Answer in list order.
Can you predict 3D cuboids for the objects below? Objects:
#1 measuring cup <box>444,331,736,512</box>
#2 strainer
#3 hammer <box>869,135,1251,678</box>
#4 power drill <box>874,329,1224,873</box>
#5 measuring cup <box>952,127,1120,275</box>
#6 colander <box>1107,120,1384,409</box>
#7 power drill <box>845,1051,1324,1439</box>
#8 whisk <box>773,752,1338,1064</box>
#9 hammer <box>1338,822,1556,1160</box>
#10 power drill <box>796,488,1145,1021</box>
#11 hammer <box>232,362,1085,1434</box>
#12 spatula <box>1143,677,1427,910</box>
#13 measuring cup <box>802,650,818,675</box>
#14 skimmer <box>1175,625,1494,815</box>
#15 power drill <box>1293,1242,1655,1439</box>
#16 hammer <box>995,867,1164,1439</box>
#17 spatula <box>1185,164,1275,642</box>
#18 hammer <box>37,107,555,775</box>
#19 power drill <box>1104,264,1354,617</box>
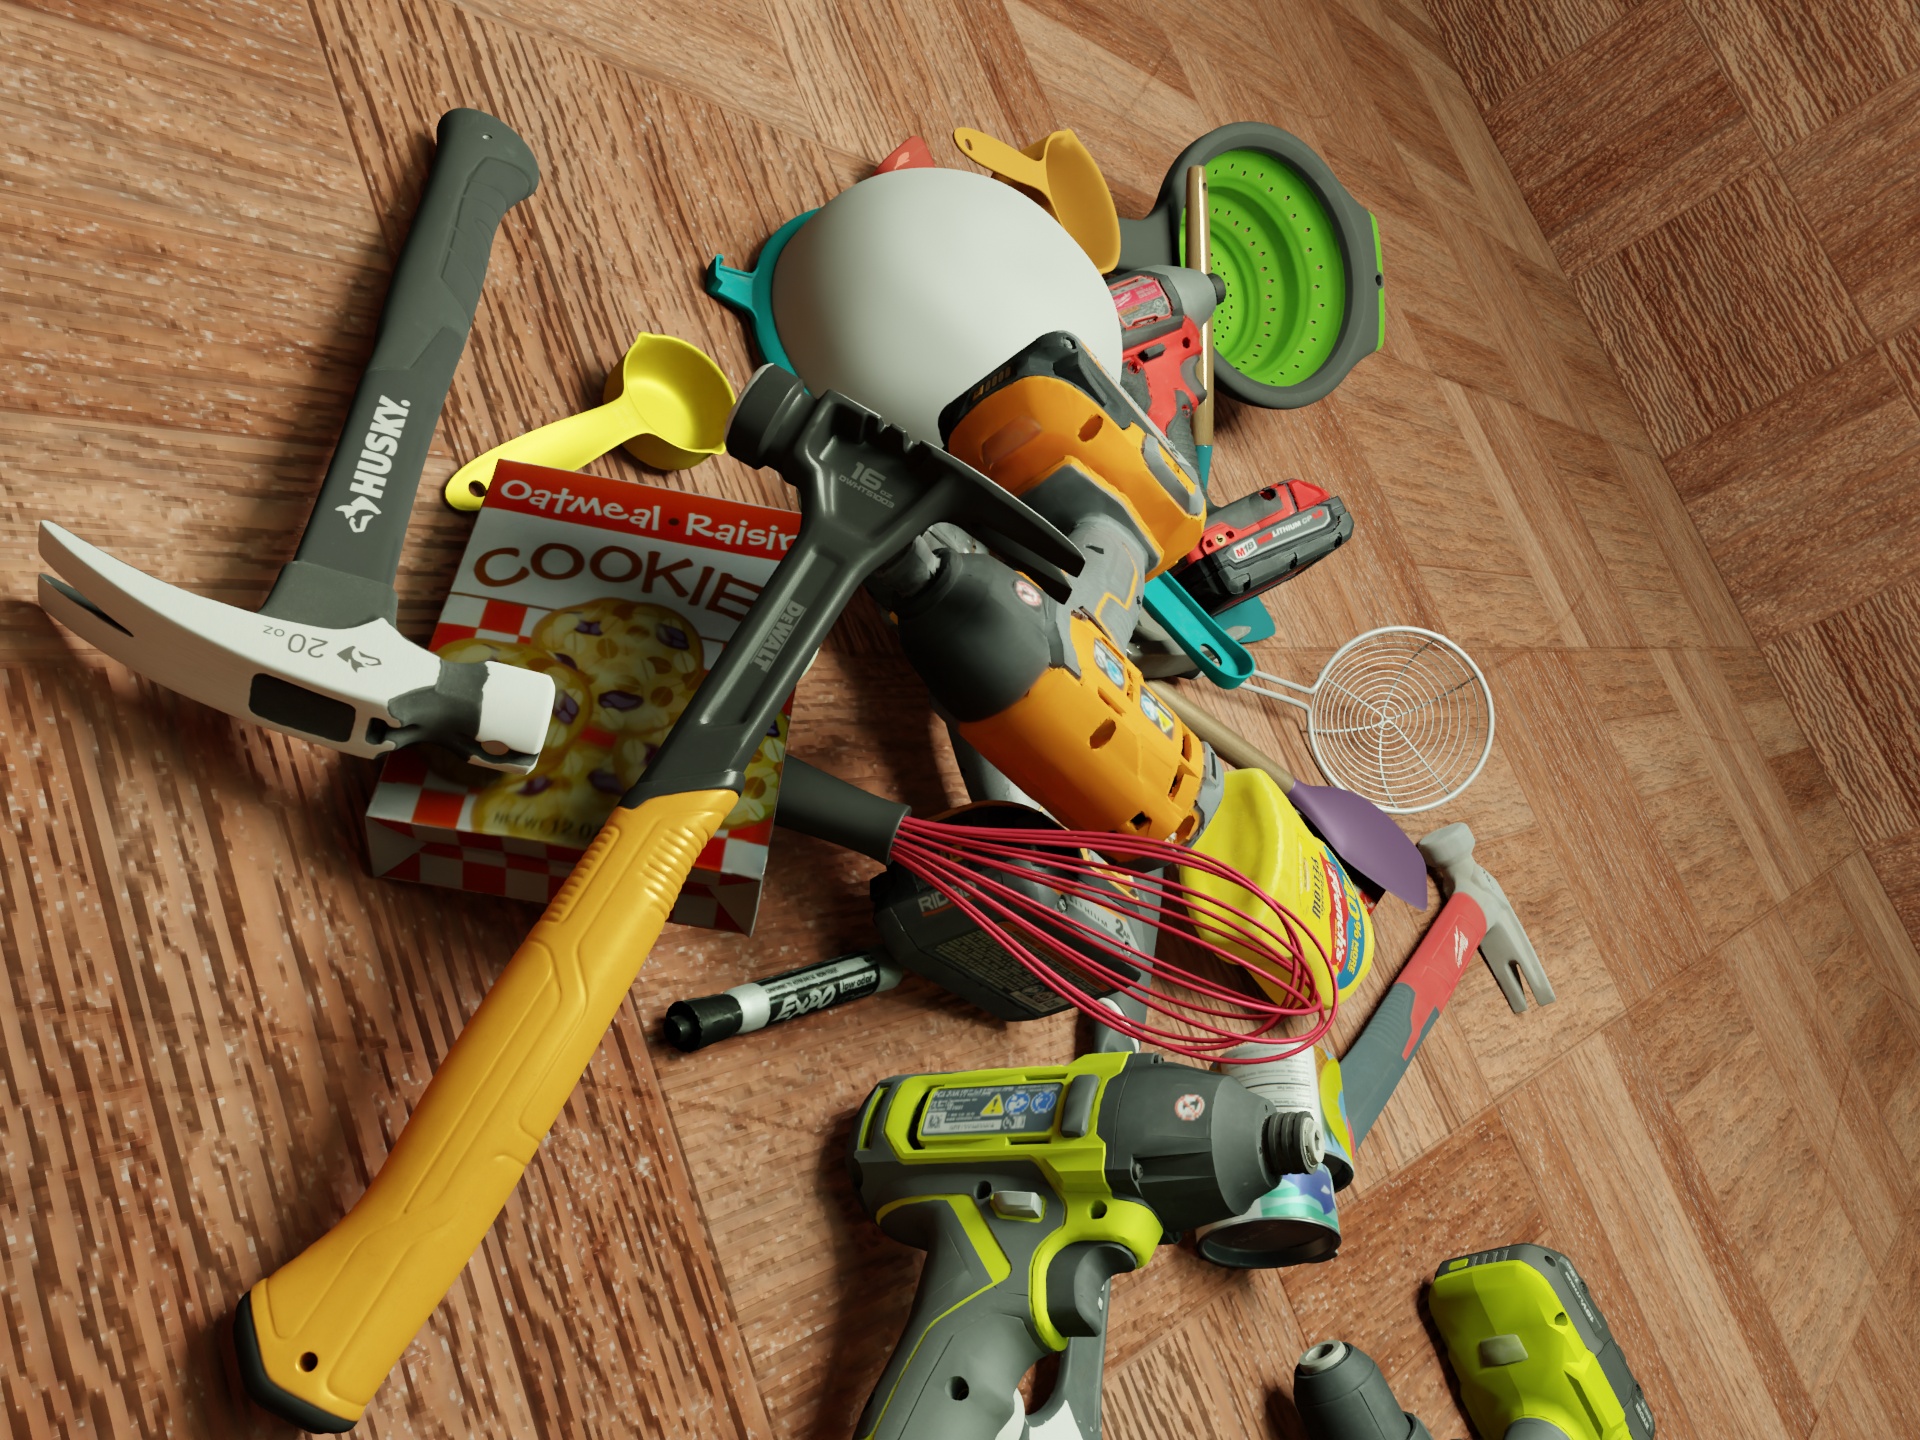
[{"bbox_3d":[-0.155,-0.114,0.658,0.156,0.029,0.062,-39,97,-44],"label":"measuring cup"},{"bbox_3d":[0.048,-0.163,0.807,0.340,0.095,0.211,48,47,5],"label":"strainer"},{"bbox_3d":[0.039,-0.185,0.911,0.149,0.036,0.359,-6,65,-43],"label":"hammer"},{"bbox_3d":[0.035,-0.065,0.651,0.164,0.084,0.227,42,33,-27],"label":"power drill"},{"bbox_3d":[0.030,-0.307,0.935,0.173,0.052,0.095,2,76,-54],"label":"measuring cup"},{"bbox_3d":[0.131,-0.319,1.123,0.397,0.094,0.204,-3,90,-34],"label":"colander"},{"bbox_3d":[0.023,0.209,0.509,0.080,0.171,0.223,59,34,-34],"label":"power drill"},{"bbox_3d":[-0.005,0.049,0.575,0.296,0.073,0.073,21,37,8],"label":"whisk"},{"bbox_3d":[0.288,0.188,0.982,0.386,0.038,0.143,-28,90,-56],"label":"hammer"},{"bbox_3d":[-0.001,-0.002,0.693,0.185,0.084,0.226,39,34,-49],"label":"power drill"},{"bbox_3d":[-0.088,0.047,0.470,0.127,0.034,0.337,29,67,2],"label":"hammer"},{"bbox_3d":[0.173,0.024,0.931,0.315,0.018,0.060,32,46,-26],"label":"spatula"},{"bbox_3d":[-0.093,-0.011,0.637,0.083,0.038,0.168,35,39,-32],"label":"measuring cup"},{"bbox_3d":[0.205,-0.022,0.985,0.363,0.090,0.127,13,90,-44],"label":"skimmer"},{"bbox_3d":[0.251,0.354,0.777,0.228,0.080,0.190,-20,82,-53],"label":"power drill"},{"bbox_3d":[0.073,0.161,0.729,0.149,0.036,0.409,43,37,-25],"label":"hammer"},{"bbox_3d":[0.172,-0.211,1.069,0.082,0.044,0.317,-9,99,-52],"label":"spatula"},{"bbox_3d":[-0.202,-0.127,0.566,0.146,0.035,0.335,15,45,-19],"label":"hammer"},{"bbox_3d":[0.145,-0.183,1.000,0.143,0.078,0.220,-26,84,-22],"label":"power drill"}]
